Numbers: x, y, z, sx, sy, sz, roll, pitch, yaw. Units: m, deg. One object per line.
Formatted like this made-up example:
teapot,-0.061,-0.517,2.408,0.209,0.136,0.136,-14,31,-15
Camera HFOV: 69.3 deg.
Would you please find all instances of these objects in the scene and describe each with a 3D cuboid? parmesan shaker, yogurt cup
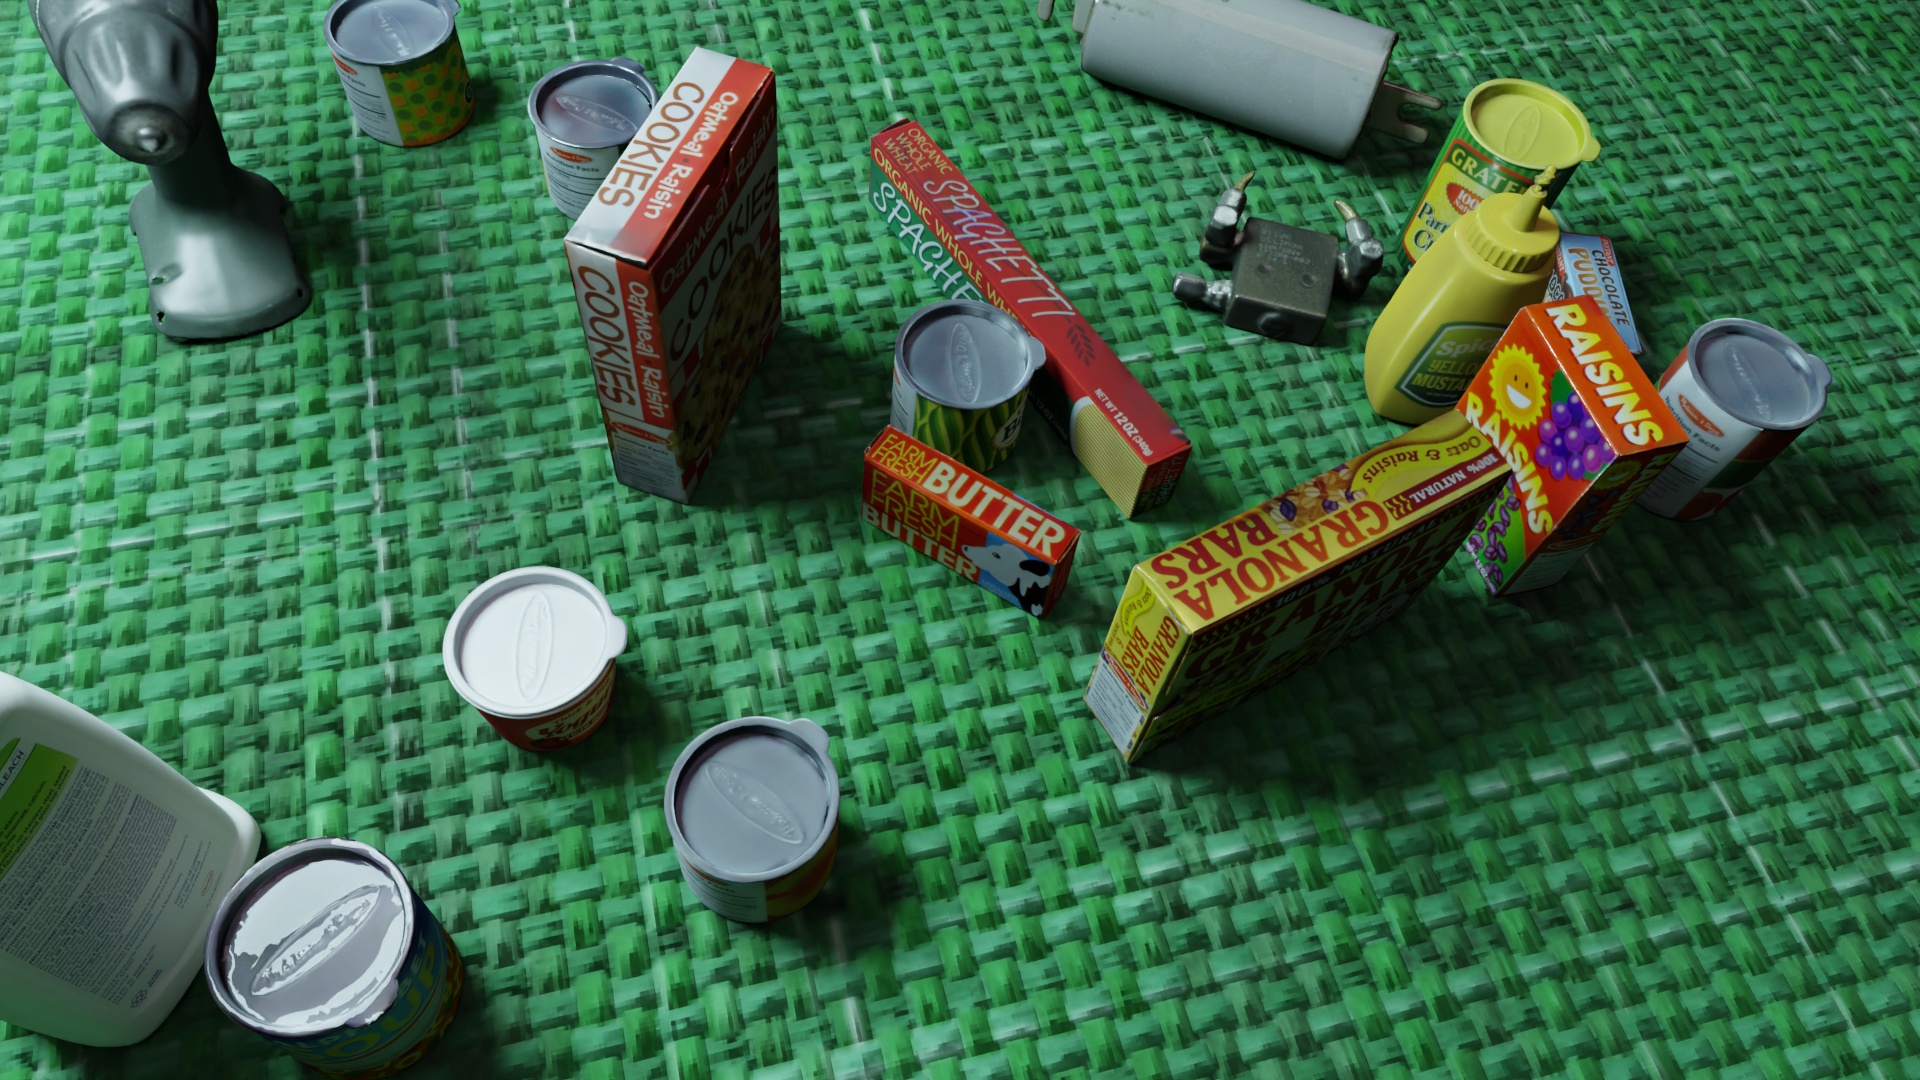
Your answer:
parmesan shaker,0.285,-0.184,0.746,0.071,0.102,0.071,3,58,-4
yogurt cup,-0.175,0.052,0.578,0.072,0.053,0.073,3,58,-4

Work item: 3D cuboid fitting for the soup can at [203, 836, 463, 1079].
soup can,-0.217,0.153,0.494,0.071,0.083,0.071,3,58,-4

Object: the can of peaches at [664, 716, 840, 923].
can of peaches,-0.079,0.110,0.551,0.071,0.057,0.071,3,58,-4

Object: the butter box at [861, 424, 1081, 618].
butter box,0.002,-0.008,0.636,0.103,0.053,0.024,30,60,12

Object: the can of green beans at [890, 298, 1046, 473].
can of green beans,0.000,-0.073,0.673,0.071,0.057,0.071,3,58,-4

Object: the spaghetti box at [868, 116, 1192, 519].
spaghetti box,0.028,-0.118,0.709,0.029,0.050,0.251,-27,65,-21

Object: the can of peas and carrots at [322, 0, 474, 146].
can of peas and carrots,-0.301,-0.259,0.756,0.071,0.058,0.071,3,58,-4

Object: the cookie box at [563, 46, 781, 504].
cookie box,-0.120,-0.113,0.621,0.040,0.166,0.123,18,58,5

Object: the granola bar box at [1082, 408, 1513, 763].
granola bar box,0.140,0.022,0.590,0.166,0.123,0.039,-25,64,-20

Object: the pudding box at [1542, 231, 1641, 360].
pudding box,0.331,-0.118,0.741,0.030,0.049,0.084,5,58,-3

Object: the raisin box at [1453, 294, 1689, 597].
raisin box,0.270,-0.041,0.644,0.040,0.122,0.086,-11,60,-12

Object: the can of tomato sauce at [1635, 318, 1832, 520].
can of tomato sauce,0.374,-0.059,0.690,0.071,0.082,0.071,3,58,-4

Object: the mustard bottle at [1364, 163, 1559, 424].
mustard bottle,0.246,-0.118,0.667,0.065,0.159,0.049,3,58,-4

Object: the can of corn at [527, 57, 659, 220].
can of corn,-0.189,-0.212,0.739,0.071,0.058,0.071,3,58,-4
